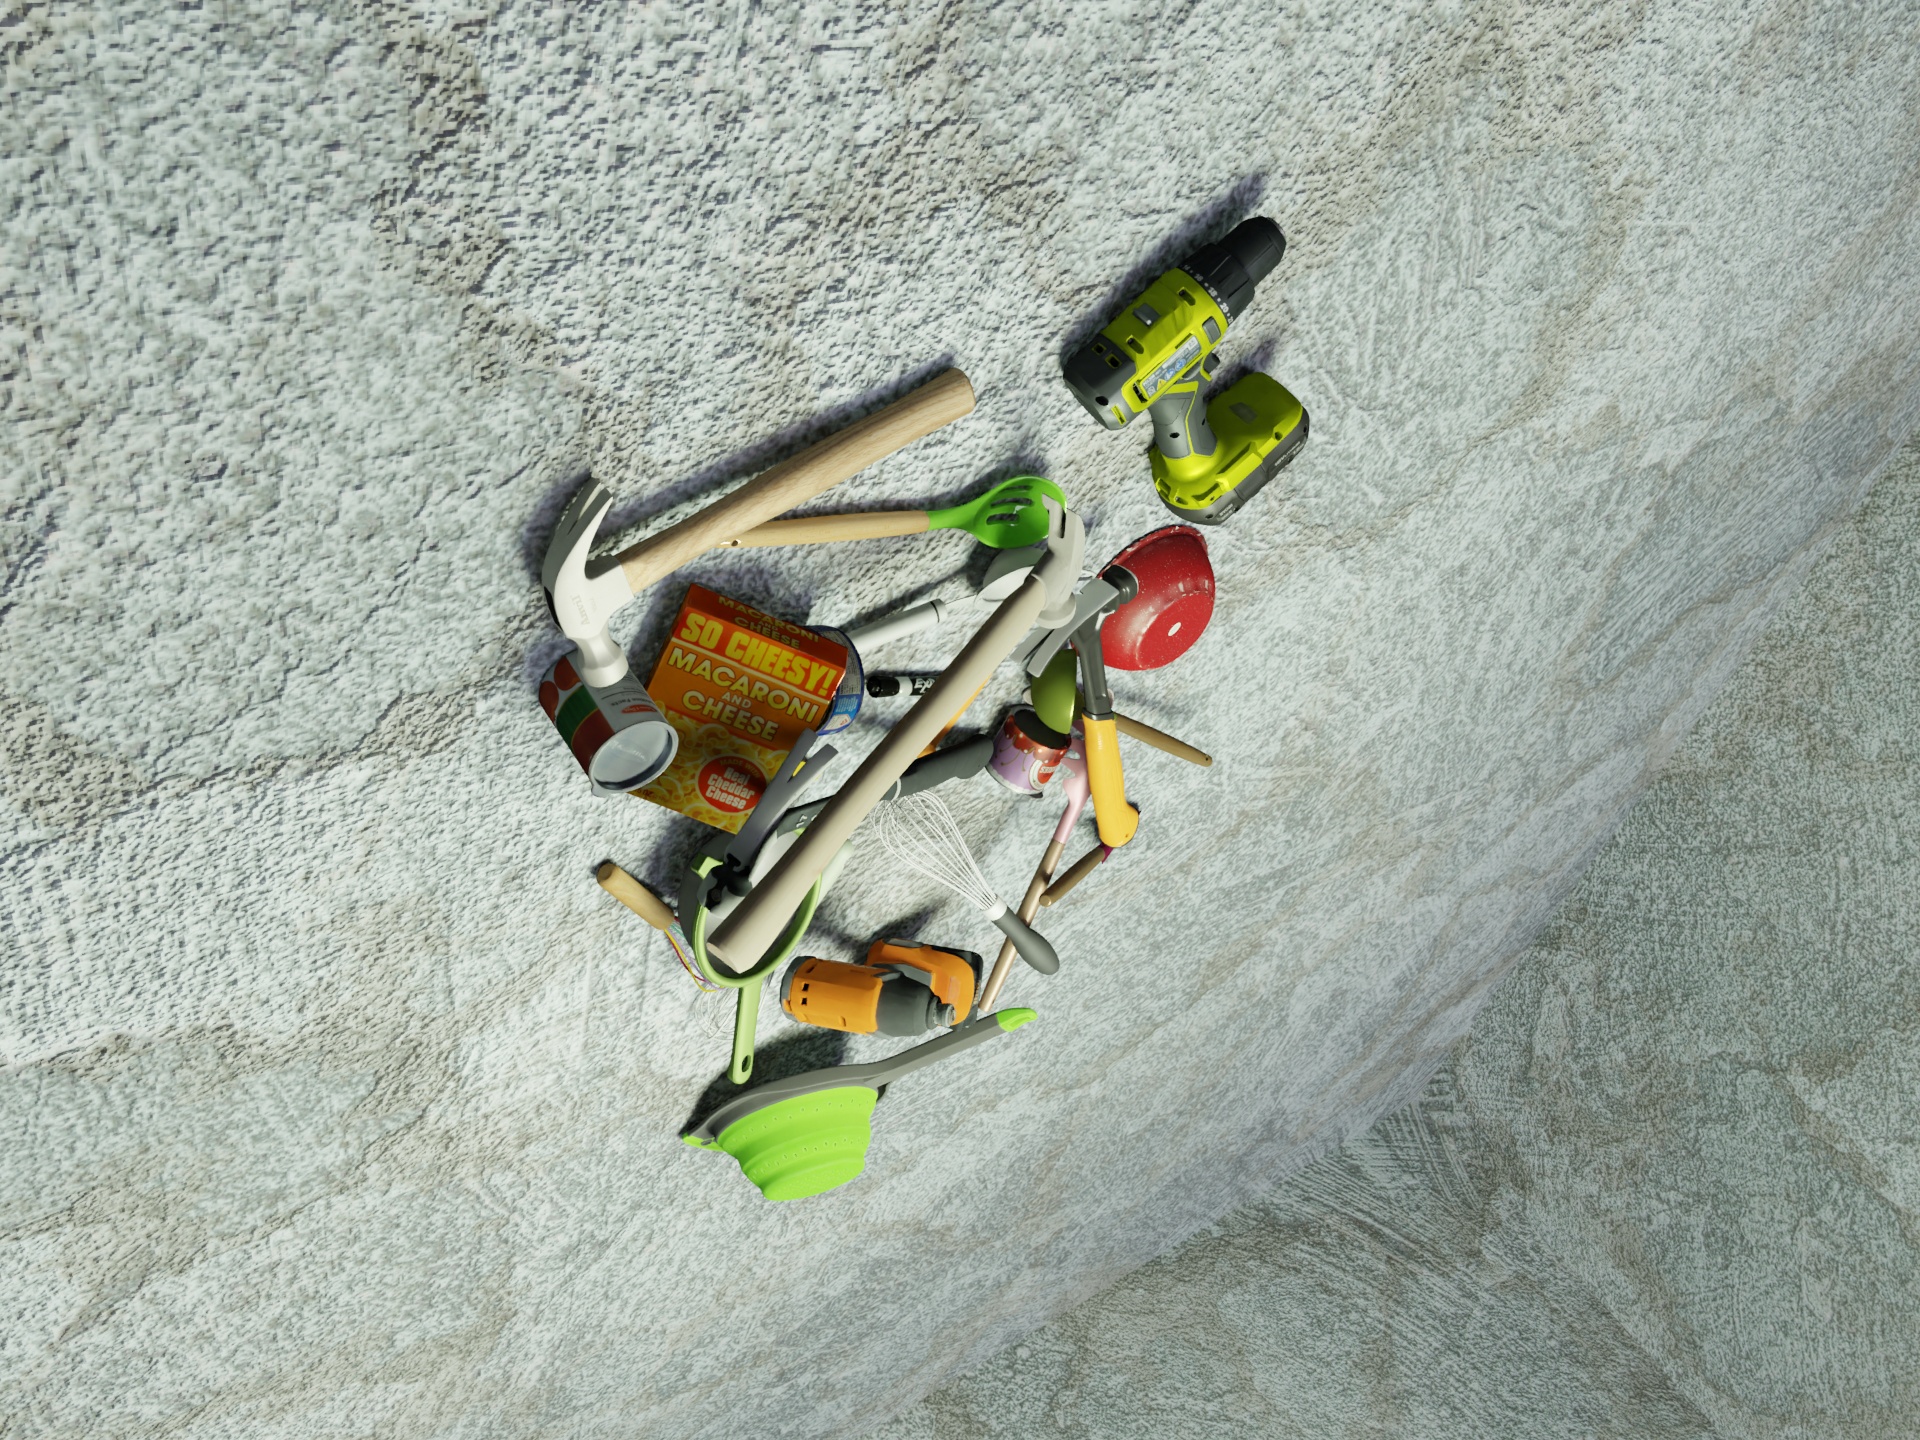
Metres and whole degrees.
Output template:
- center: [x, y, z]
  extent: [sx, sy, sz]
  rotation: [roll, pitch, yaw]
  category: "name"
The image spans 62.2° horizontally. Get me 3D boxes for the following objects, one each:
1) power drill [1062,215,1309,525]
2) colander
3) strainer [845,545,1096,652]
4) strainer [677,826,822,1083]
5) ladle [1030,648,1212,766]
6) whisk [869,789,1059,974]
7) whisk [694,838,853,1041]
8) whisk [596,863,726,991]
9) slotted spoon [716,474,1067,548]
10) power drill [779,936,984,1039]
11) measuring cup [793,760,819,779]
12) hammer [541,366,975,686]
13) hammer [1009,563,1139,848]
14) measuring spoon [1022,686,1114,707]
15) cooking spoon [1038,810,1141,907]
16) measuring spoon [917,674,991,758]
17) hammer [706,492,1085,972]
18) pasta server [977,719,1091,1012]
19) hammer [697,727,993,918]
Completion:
- center: [0.196, -0.270, 1.247]
  extent: [0.190, 0.080, 0.228]
  rotation: [-42, 147, 3]
  category: "power drill"
- center: [-0.091, 0.411, 1.661]
  extent: [0.397, 0.095, 0.204]
  rotation: [-25, 153, 10]
  category: "colander"
- center: [-0.012, -0.093, 1.277]
  extent: [0.258, 0.050, 0.086]
  rotation: [-23, 166, -18]
  category: "strainer"
- center: [-0.197, 0.193, 1.366]
  extent: [0.151, 0.069, 0.256]
  rotation: [-21, 127, -50]
  category: "strainer"
- center: [0.171, 0.003, 1.543]
  extent: [0.319, 0.062, 0.078]
  rotation: [22, 69, -48]
  category: "ladle"
- center: [0.011, 0.157, 1.502]
  extent: [0.070, 0.070, 0.284]
  rotation: [-41, 121, 0]
  category: "whisk"
- center: [-0.172, 0.205, 1.481]
  extent: [0.246, 0.059, 0.058]
  rotation: [-55, -176, 15]
  category: "whisk"
- center: [-0.247, 0.182, 1.369]
  extent: [0.047, 0.051, 0.244]
  rotation: [-34, 146, 0]
  category: "whisk"
- center: [-0.047, -0.148, 1.182]
  extent: [0.313, 0.031, 0.070]
  rotation: [-11, 138, -37]
  category: "slotted spoon"
- center: [-0.054, 0.263, 1.534]
  extent: [0.226, 0.164, 0.084]
  rotation: [11, 86, -69]
  category: "power drill"
- center: [-0.153, 0.028, 1.301]
  extent: [0.062, 0.029, 0.156]
  rotation: [-44, 161, 5]
  category: "measuring cup"
- center: [-0.128, -0.153, 1.065]
  extent: [0.331, 0.031, 0.129]
  rotation: [-33, 137, -20]
  category: "hammer"
- center: [0.121, 0.014, 1.427]
  extent: [0.127, 0.034, 0.336]
  rotation: [-41, 145, -21]
  category: "hammer"
- center: [0.100, -0.022, 1.520]
  extent: [0.124, 0.018, 0.034]
  rotation: [6, 107, -43]
  category: "measuring spoon"
- center: [0.137, 0.146, 1.666]
  extent: [0.068, 0.017, 0.319]
  rotation: [-56, 169, 20]
  category: "cooking spoon"
- center: [-0.002, -0.005, 1.427]
  extent: [0.021, 0.011, 0.117]
  rotation: [8, 124, -52]
  category: "measuring spoon"
- center: [-0.040, 0.010, 1.148]
  extent: [0.411, 0.038, 0.146]
  rotation: [-50, 162, -22]
  category: "hammer"
- center: [0.080, 0.141, 1.574]
  extent: [0.060, 0.040, 0.316]
  rotation: [18, 97, -55]
  category: "pasta server"
- center: [-0.064, 0.051, 1.292]
  extent: [0.149, 0.036, 0.409]
  rotation: [-58, 164, 19]
  category: "hammer"
